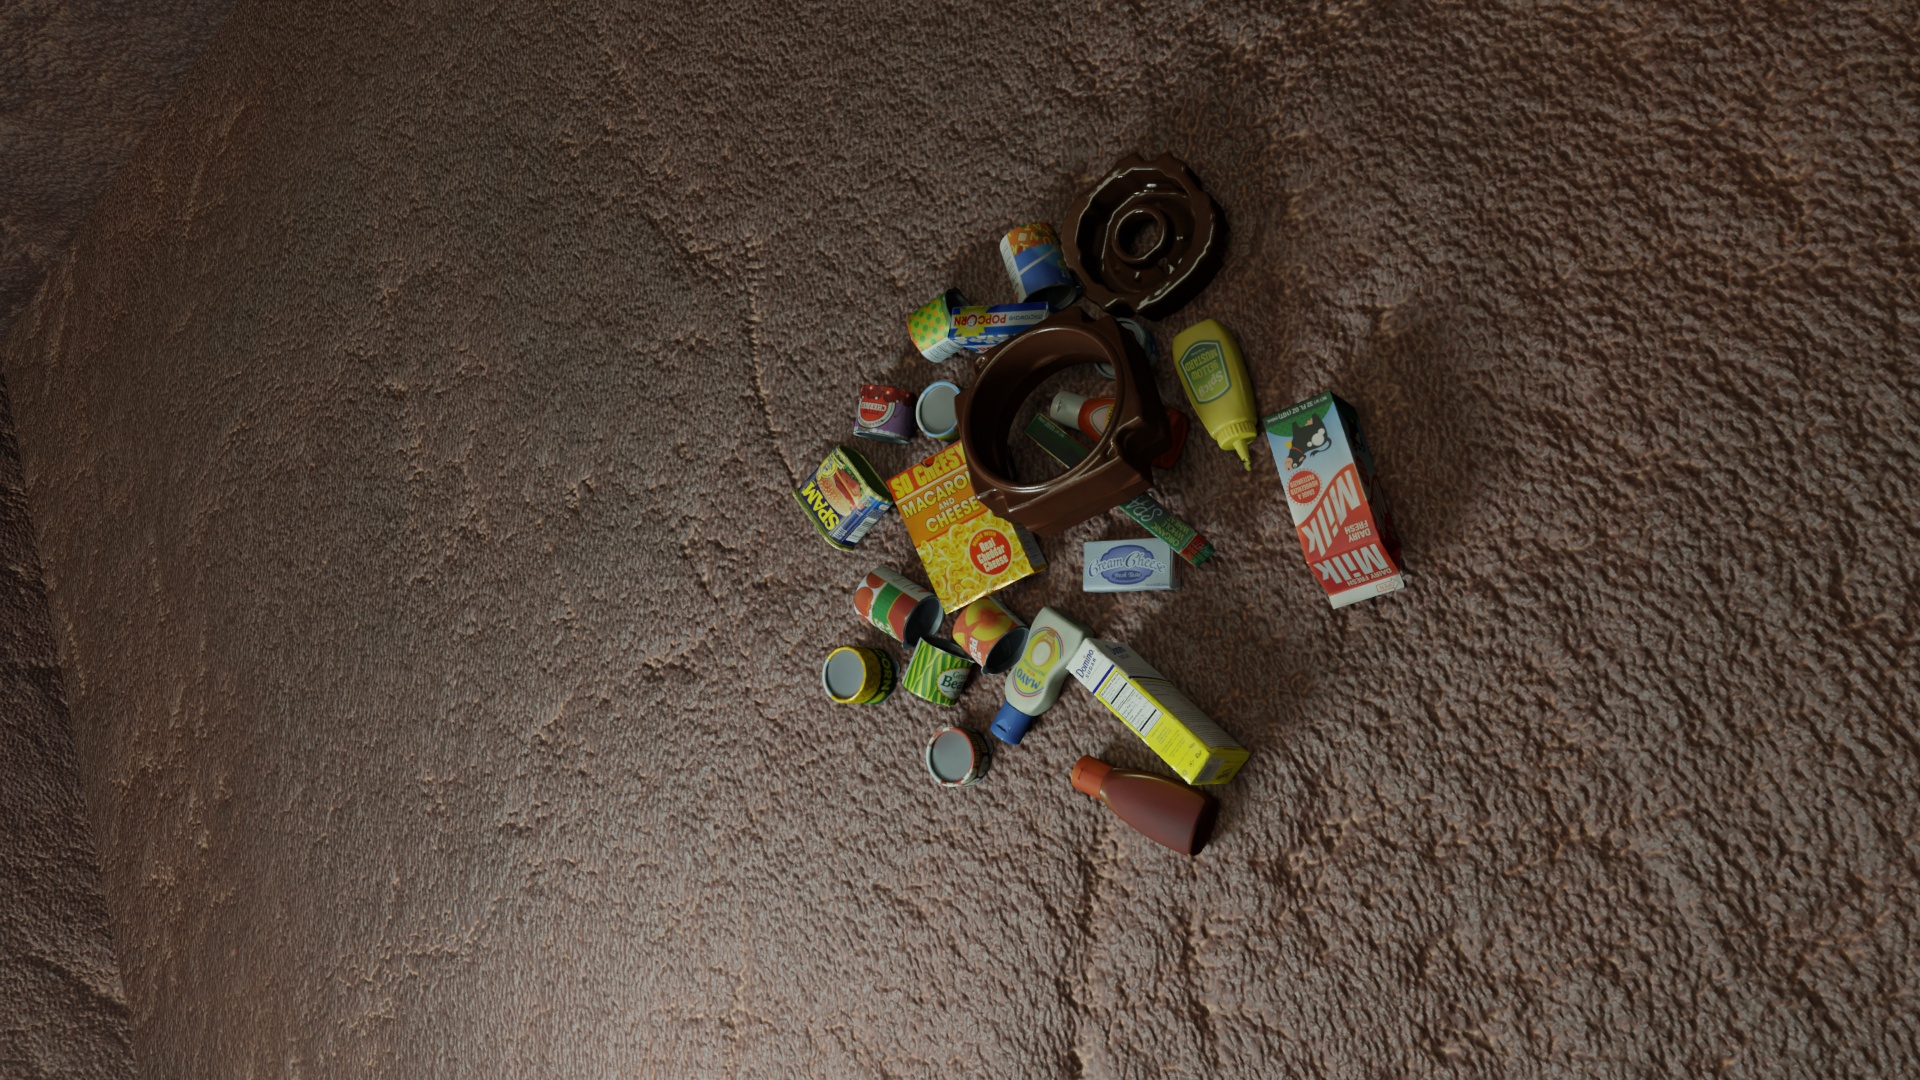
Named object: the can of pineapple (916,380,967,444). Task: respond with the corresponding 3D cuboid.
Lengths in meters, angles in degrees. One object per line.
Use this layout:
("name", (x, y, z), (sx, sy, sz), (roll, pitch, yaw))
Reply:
("can of pineapple", (-0.007, -0.144, 1.574), (0.071, 0.058, 0.071), (-6, 79, 33))

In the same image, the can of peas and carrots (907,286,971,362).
("can of peas and carrots", (-0.020, -0.248, 1.596), (0.058, 0.071, 0.071), (-28, 68, 28))

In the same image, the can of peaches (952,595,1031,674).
("can of peaches", (0.032, 0.103, 1.499), (0.058, 0.071, 0.071), (43, 106, 32))

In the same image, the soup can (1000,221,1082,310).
("soup can", (0.088, -0.300, 1.534), (0.071, 0.071, 0.084), (-27, 68, 28))

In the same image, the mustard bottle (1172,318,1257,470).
("mustard bottle", (0.265, -0.143, 1.397), (0.065, 0.049, 0.160), (-29, 67, 29))

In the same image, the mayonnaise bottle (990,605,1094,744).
("mayonnaise bottle", (0.082, 0.146, 1.475), (0.065, 0.041, 0.148), (34, 100, 31))

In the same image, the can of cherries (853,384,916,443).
("can of cherries", (-0.089, -0.148, 1.622), (0.071, 0.071, 0.058), (8, 87, 35))

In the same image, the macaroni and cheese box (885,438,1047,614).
("macaroni and cheese box", (0.005, -0.019, 1.529), (0.123, 0.040, 0.166), (-28, 84, 28))

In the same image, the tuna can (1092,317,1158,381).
("tuna can", (0.176, -0.198, 1.476), (0.071, 0.033, 0.071), (-6, 79, 33))

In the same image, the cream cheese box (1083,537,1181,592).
("cream cheese box", (0.177, 0.026, 1.441), (0.103, 0.024, 0.053), (-4, 78, 33))

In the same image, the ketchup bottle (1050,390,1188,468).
("ketchup bottle", (0.165, -0.123, 1.465), (0.149, 0.043, 0.064), (21, 94, 35))

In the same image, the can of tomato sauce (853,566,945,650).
("can of tomato sauce", (-0.071, 0.077, 1.574), (0.083, 0.071, 0.071), (28, 98, 35))

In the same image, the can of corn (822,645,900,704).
("can of corn", (-0.114, 0.154, 1.595), (0.071, 0.058, 0.071), (-6, 79, 33))

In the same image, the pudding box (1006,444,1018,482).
("pudding box", (0.020, -0.073, 1.561), (0.083, 0.030, 0.050), (-24, 68, 28))

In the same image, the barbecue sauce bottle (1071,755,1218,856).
("barbecue sauce bottle", (0.180, 0.258, 1.389), (0.148, 0.044, 0.065), (20, 93, 35))

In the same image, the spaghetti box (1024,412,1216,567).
("spaghetti box", (0.161, -0.054, 1.433), (0.028, 0.050, 0.251), (-51, 52, 4))

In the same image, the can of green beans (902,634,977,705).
("can of green beans", (-0.024, 0.143, 1.532), (0.071, 0.071, 0.057), (27, 98, 34))

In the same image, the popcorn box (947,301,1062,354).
("popcorn box", (0.062, -0.230, 1.526), (0.126, 0.085, 0.038), (3, 83, 35))

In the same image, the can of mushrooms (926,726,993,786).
("can of mushrooms", (-0.001, 0.235, 1.520), (0.071, 0.033, 0.071), (-7, 78, 34))

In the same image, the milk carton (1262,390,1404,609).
("milk carton", (0.354, -0.036, 1.304), (0.072, 0.073, 0.191), (-22, 71, 29))
